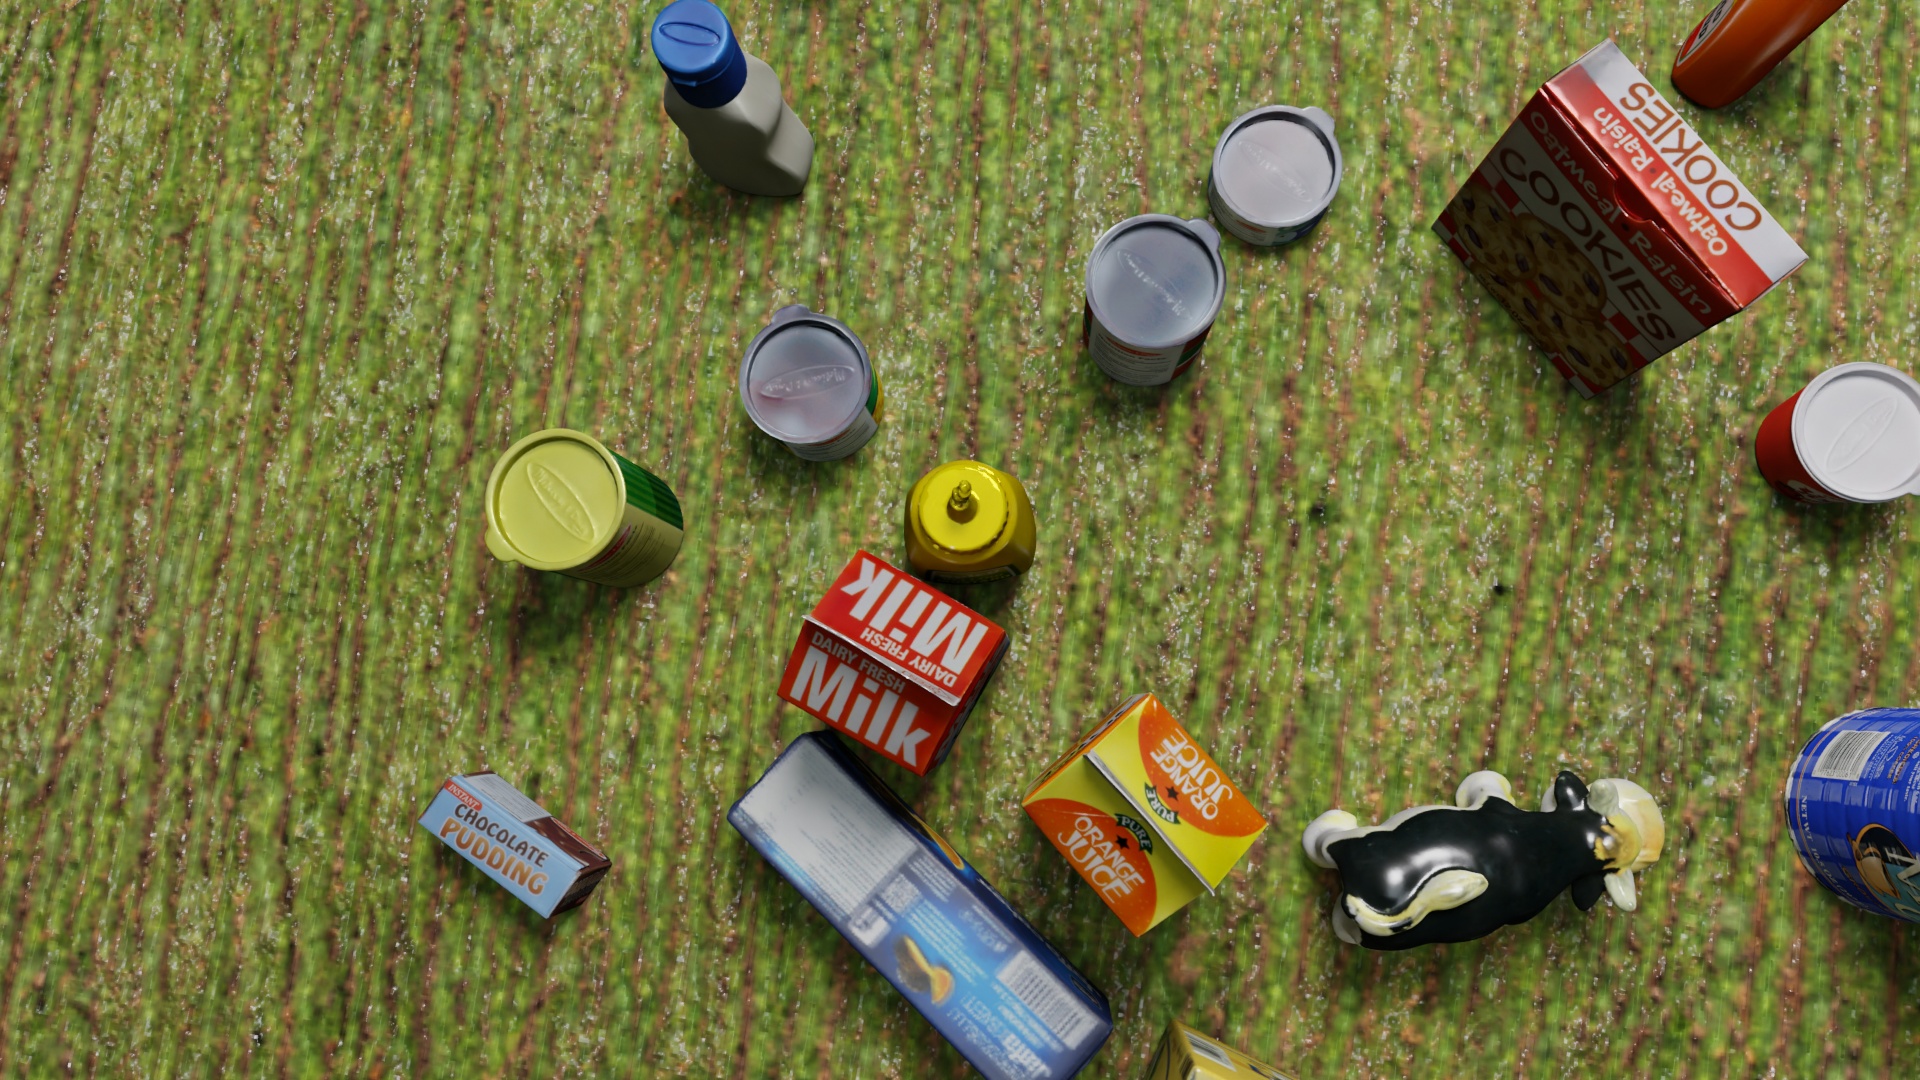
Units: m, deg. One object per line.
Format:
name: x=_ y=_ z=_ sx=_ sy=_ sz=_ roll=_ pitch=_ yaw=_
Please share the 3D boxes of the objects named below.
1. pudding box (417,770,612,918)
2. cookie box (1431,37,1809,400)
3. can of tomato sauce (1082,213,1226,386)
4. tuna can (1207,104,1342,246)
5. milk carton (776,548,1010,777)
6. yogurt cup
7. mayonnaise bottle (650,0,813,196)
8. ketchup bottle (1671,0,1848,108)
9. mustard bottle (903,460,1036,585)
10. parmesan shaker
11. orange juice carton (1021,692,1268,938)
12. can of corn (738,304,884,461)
pudding box: x=-0.222 y=0.151 z=0.696 sx=0.084 sy=0.049 sz=0.030 roll=34 pitch=86 yaw=7
cookie box: x=0.293 y=-0.139 z=0.643 sx=0.040 sy=0.167 sz=0.123 roll=-38 pitch=82 yaw=-1
can of tomato sauce: x=0.096 y=-0.120 z=0.695 sx=0.071 sy=0.083 sz=0.071 roll=0 pitch=83 yaw=4
tuna can: x=0.165 y=-0.192 z=0.726 sx=0.071 sy=0.033 sz=0.071 roll=0 pitch=83 yaw=3
milk carton: x=-0.026 y=0.056 z=0.625 sx=0.072 sy=0.190 sz=0.073 roll=29 pitch=86 yaw=7
yogurt cup: x=0.430 y=-0.049 z=0.680 sx=0.072 sy=0.054 sz=0.072 roll=0 pitch=83 yaw=4
mayonnaise bottle: x=-0.115 y=-0.216 z=0.688 sx=0.065 sy=0.148 sz=0.041 roll=13 pitch=84 yaw=5
ketchup bottle: x=0.399 y=-0.264 z=0.663 sx=0.043 sy=0.148 sz=0.065 roll=39 pitch=87 yaw=7
mustard bottle: x=0.002 y=-0.008 z=0.647 sx=0.065 sy=0.160 sz=0.049 roll=-5 pitch=83 yaw=3
parmesan shaker: x=-0.185 y=-0.011 z=0.688 sx=0.071 sy=0.103 sz=0.071 roll=0 pitch=83 yaw=4
orange juice carton: x=0.077 y=0.117 z=0.610 sx=0.073 sy=0.192 sz=0.072 roll=-41 pitch=82 yaw=-2
can of corn: x=-0.075 y=-0.079 z=0.713 sx=0.071 sy=0.058 sz=0.071 roll=0 pitch=83 yaw=4
